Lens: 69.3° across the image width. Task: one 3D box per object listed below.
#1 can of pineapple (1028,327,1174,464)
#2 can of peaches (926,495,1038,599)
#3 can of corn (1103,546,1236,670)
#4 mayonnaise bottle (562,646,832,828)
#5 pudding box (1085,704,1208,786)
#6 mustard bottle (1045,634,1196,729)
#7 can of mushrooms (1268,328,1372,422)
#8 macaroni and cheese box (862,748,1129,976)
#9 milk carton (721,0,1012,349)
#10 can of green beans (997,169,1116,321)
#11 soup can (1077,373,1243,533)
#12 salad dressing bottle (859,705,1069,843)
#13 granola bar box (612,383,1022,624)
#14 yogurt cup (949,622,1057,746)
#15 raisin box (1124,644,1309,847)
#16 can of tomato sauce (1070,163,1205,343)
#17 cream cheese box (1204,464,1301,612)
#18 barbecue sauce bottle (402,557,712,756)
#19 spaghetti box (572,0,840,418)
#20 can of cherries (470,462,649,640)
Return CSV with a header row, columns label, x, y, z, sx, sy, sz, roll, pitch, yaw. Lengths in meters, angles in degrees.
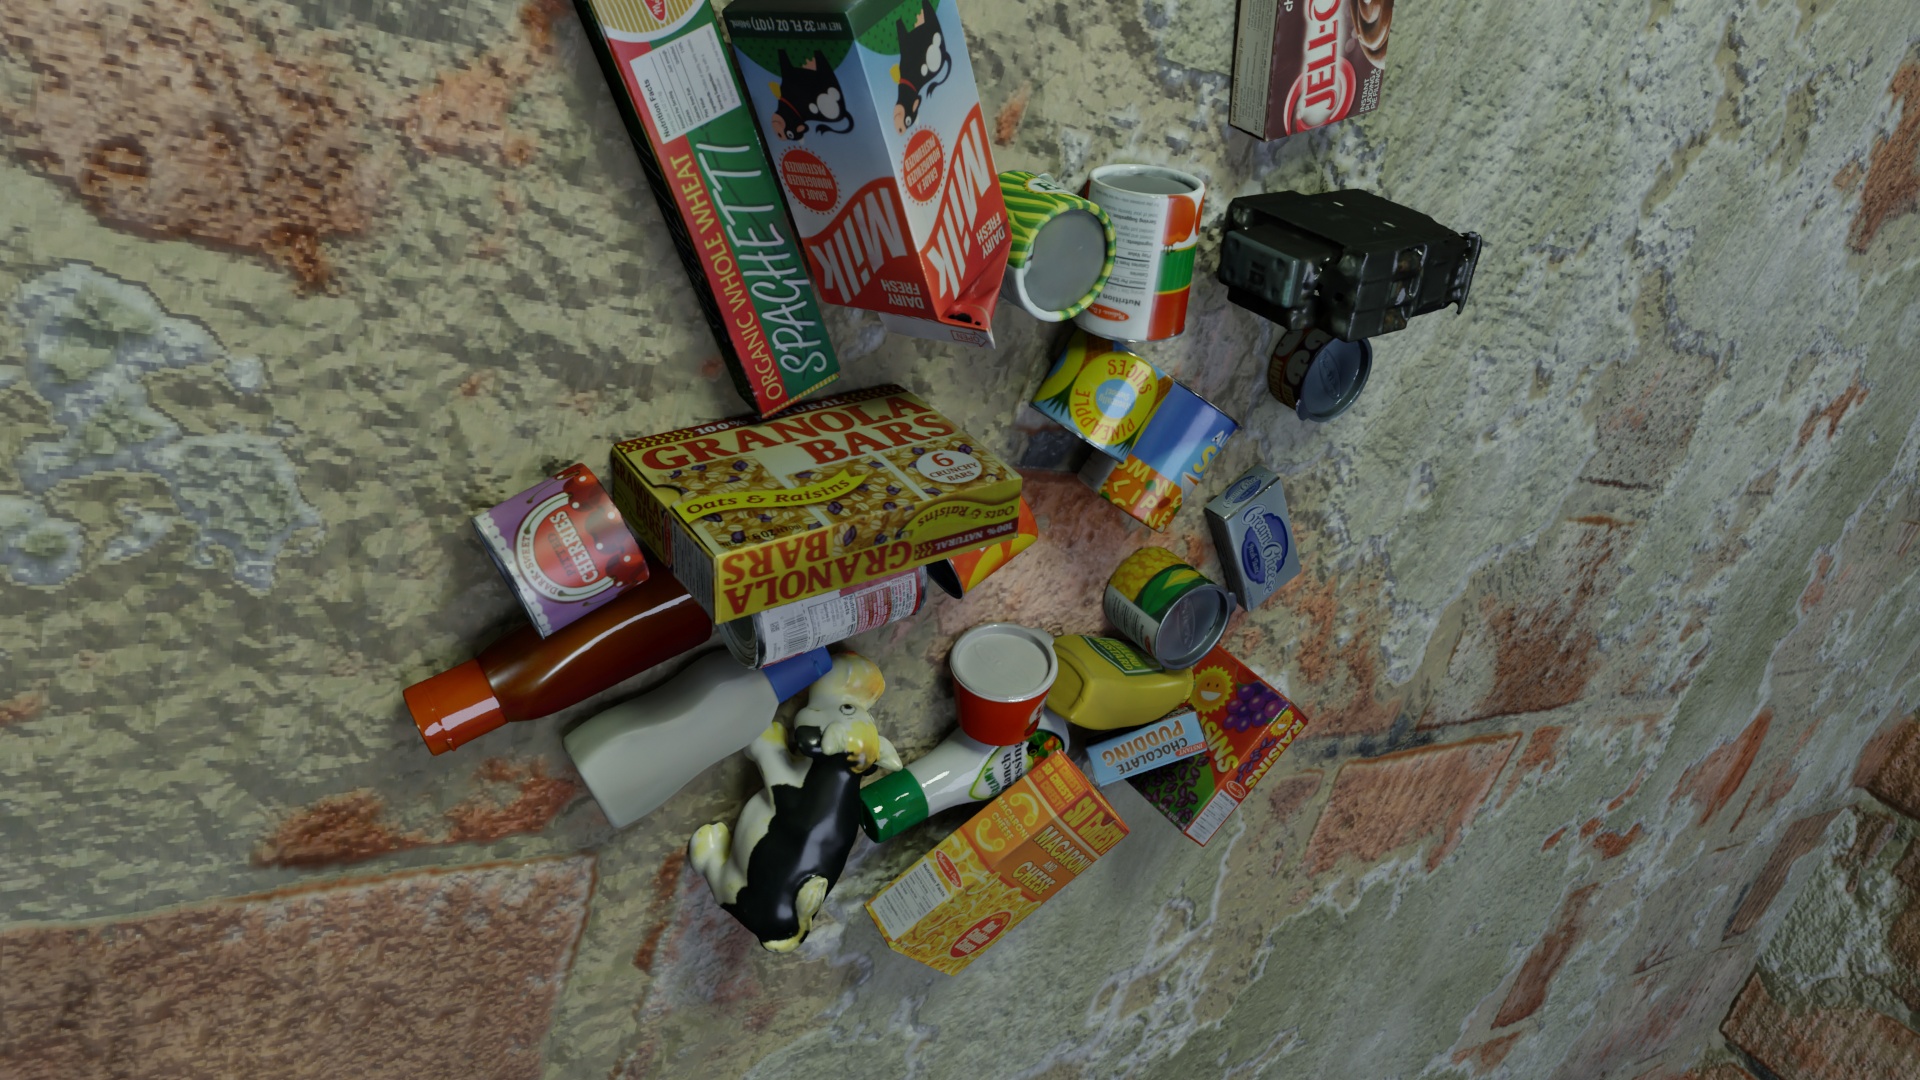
label,x,y,z,sx,sy,sz,roll,pitch,yaw
can of pineapple,0.083,-0.085,0.809,0.071,0.071,0.058,25,99,-44
can of peaches,0.003,-0.010,0.796,0.058,0.071,0.071,-36,133,-14
can of corn,0.142,0.044,0.946,0.071,0.058,0.070,-19,127,-27
mayonnaise bottle,-0.142,0.096,0.773,0.148,0.041,0.064,-32,134,-19
pudding box,0.131,0.145,0.985,0.084,0.049,0.030,-19,88,6
mustard bottle,0.118,0.096,0.961,0.160,0.065,0.048,5,119,-48
can of mushrooms,0.241,-0.114,0.939,0.071,0.033,0.070,-20,128,-27
macaroni and cheese box,0.030,0.226,0.956,0.166,0.040,0.123,-39,148,0
milk carton,-0.033,-0.171,0.648,0.074,0.072,0.189,-51,141,-33
can of green beans,0.040,-0.157,0.738,0.071,0.058,0.071,-19,128,-27
soup can,0.124,-0.054,0.861,0.071,0.071,0.083,27,100,-44
salad dressing bottle,0.001,0.151,0.915,0.148,0.044,0.064,-23,134,-24
granola bar box,-0.072,-0.025,0.689,0.166,0.124,0.038,-16,126,-30
yogurt cup,0.026,0.094,0.886,0.072,0.072,0.053,-20,136,-26
raisin box,0.183,0.150,1.025,0.123,0.086,0.040,-49,133,-1
can of tomato sauce,0.099,-0.162,0.776,0.071,0.071,0.082,-14,125,-30
cream cheese box,0.211,0.000,0.994,0.053,0.024,0.103,-37,134,-13
barbecue sauce bottle,-0.200,0.059,0.698,0.149,0.044,0.064,-26,155,-21
spaghetti box,-0.115,-0.167,0.632,0.050,0.029,0.248,-32,132,-17
can of cherries,-0.188,0.005,0.656,0.058,0.071,0.071,-31,132,-19
